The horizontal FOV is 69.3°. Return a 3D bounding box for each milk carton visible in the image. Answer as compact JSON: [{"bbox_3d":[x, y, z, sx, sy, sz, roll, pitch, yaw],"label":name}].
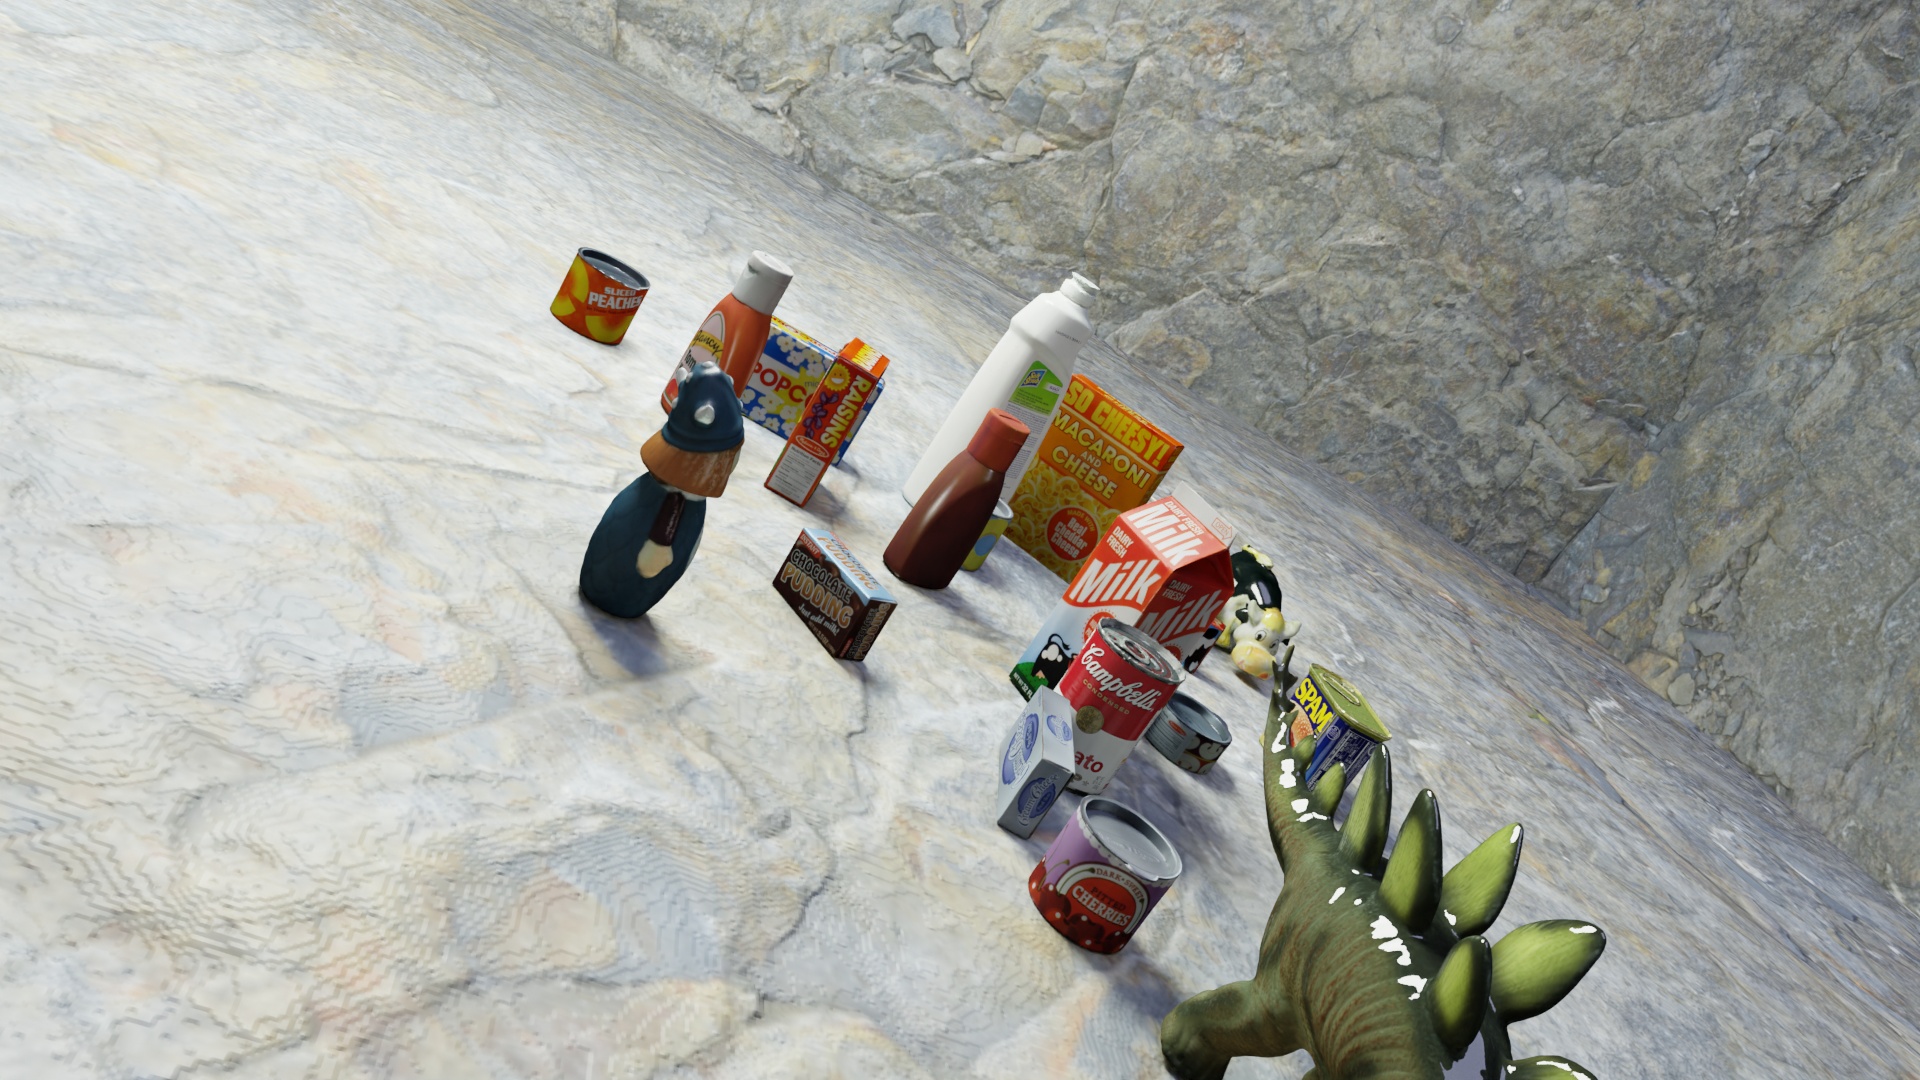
[{"bbox_3d":[0.125,0.052,0.996,0.073,0.190,0.072,18,22,-41],"label":"milk carton"}]

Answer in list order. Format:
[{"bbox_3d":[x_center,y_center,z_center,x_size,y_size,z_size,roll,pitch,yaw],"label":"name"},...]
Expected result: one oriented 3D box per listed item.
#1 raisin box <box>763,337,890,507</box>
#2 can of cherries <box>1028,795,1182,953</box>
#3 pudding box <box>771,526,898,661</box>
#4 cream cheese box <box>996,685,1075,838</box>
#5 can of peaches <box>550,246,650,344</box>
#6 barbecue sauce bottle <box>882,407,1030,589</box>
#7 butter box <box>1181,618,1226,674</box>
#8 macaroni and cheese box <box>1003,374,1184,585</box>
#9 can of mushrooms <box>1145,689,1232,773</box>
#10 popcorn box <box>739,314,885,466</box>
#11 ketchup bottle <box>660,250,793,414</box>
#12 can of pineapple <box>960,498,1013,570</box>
[{"bbox_3d":[-0.106,-0.096,1.113,0.040,0.123,0.086,31,17,-5],"label":"raisin box"},{"bbox_3d":[0.079,0.186,0.769,0.071,0.058,0.072,30,17,-10],"label":"can of cherries"},{"bbox_3d":[-0.083,0.034,0.917,0.030,0.049,0.084,13,26,-49],"label":"pudding box"},{"bbox_3d":[0.046,0.136,0.859,0.024,0.053,0.104,31,17,-7],"label":"cream cheese box"},{"bbox_3d":[-0.305,-0.206,1.178,0.071,0.058,0.071,30,17,-10],"label":"can of peaches"},{"bbox_3d":[0.001,-0.032,1.082,0.065,0.148,0.044,14,24,-47],"label":"barbecue sauce bottle"},{"bbox_3d":[0.189,0.072,1.288,0.103,0.053,0.024,35,17,9],"label":"butter box"},{"bbox_3d":[0.114,-0.056,1.317,0.124,0.166,0.040,37,17,15],"label":"macaroni and cheese box"},{"bbox_3d":[0.178,0.150,1.088,0.071,0.033,0.071,30,17,-10],"label":"can of mushrooms"},{"bbox_3d":[-0.141,-0.134,1.221,0.127,0.085,0.038,29,17,-11],"label":"popcorn box"},{"bbox_3d":[-0.183,-0.157,1.103,0.043,0.148,0.065,14,25,-48],"label":"ketchup bottle"},{"bbox_3d":[0.004,-0.015,1.195,0.071,0.057,0.071,30,17,-10],"label":"can of pineapple"}]
